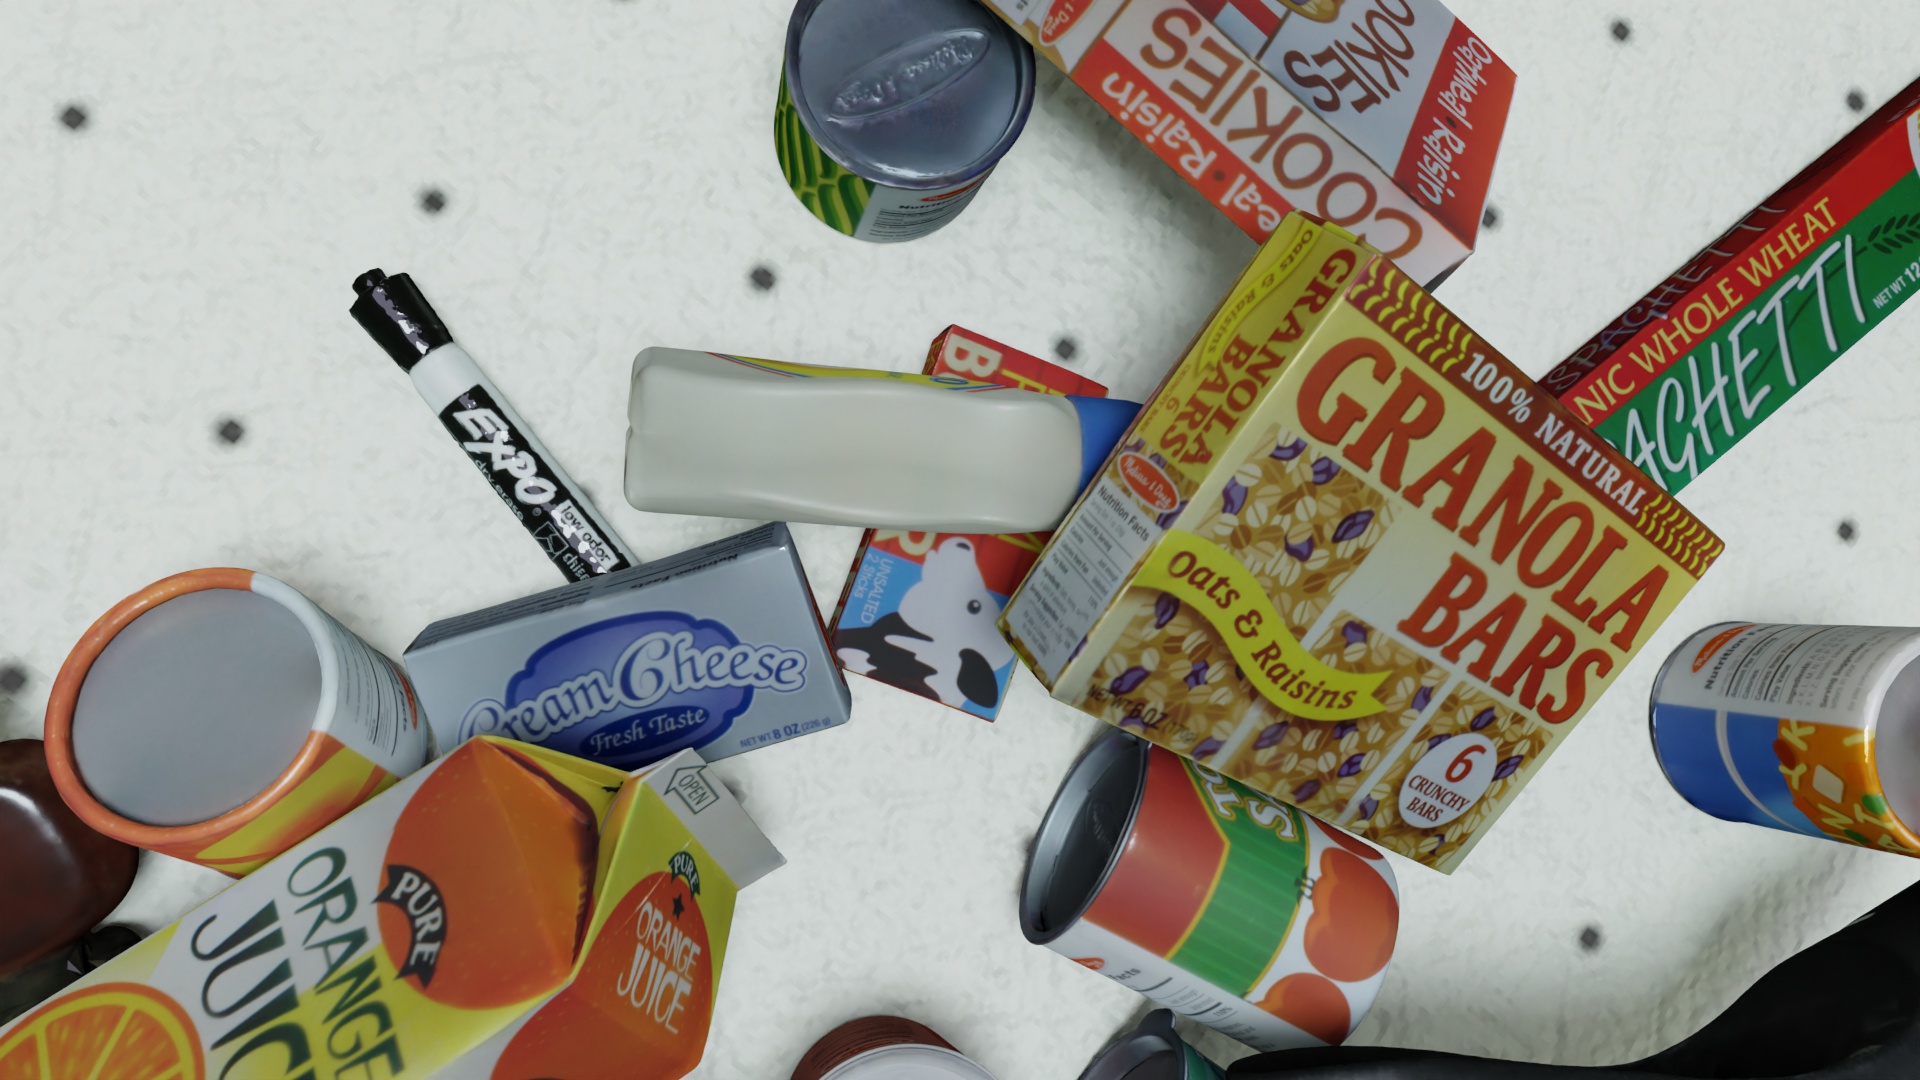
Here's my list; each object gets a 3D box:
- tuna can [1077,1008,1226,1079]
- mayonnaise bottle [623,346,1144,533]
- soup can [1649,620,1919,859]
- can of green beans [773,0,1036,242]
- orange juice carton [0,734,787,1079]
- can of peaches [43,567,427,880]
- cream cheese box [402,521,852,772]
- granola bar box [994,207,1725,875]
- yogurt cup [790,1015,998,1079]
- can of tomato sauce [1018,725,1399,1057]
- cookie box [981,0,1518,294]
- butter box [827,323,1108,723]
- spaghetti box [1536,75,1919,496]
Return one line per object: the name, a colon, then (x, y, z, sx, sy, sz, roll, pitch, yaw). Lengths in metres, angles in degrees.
tuna can: (0.053, 0.169, 0.381, 0.033, 0.071, 0.071, 38, 81, -8)
mayonnaise bottle: (-0.009, -0.023, 0.356, 0.148, 0.065, 0.041, 3, 95, -15)
soup can: (0.267, 0.060, 0.420, 0.071, 0.083, 0.071, 1, 88, -12)
can of green beans: (-0.018, -0.122, 0.386, 0.071, 0.058, 0.071, 1, 87, -11)
orange juice carton: (-0.133, 0.115, 0.324, 0.193, 0.071, 0.073, -32, 53, -8)
can of peaches: (-0.174, 0.047, 0.336, 0.071, 0.058, 0.071, 0, 68, -1)
cream cheese box: (-0.086, 0.035, 0.364, 0.104, 0.024, 0.053, -16, 106, 2)
granola bar box: (0.109, 0.010, 0.364, 0.165, 0.039, 0.124, 27, 104, -33)
yogurt cup: (-0.019, 0.162, 0.372, 0.072, 0.054, 0.072, 1, 87, -11)
can of tomato sauce: (0.069, 0.096, 0.388, 0.083, 0.071, 0.071, 28, 82, -9)
cookie box: (0.076, -0.148, 0.386, 0.167, 0.040, 0.123, 39, 45, -7)
butter box: (0.001, -0.005, 0.401, 0.053, 0.024, 0.103, 20, 84, -10)
spaghetti box: (0.259, -0.073, 0.453, 0.250, 0.028, 0.050, -37, 95, -11)
